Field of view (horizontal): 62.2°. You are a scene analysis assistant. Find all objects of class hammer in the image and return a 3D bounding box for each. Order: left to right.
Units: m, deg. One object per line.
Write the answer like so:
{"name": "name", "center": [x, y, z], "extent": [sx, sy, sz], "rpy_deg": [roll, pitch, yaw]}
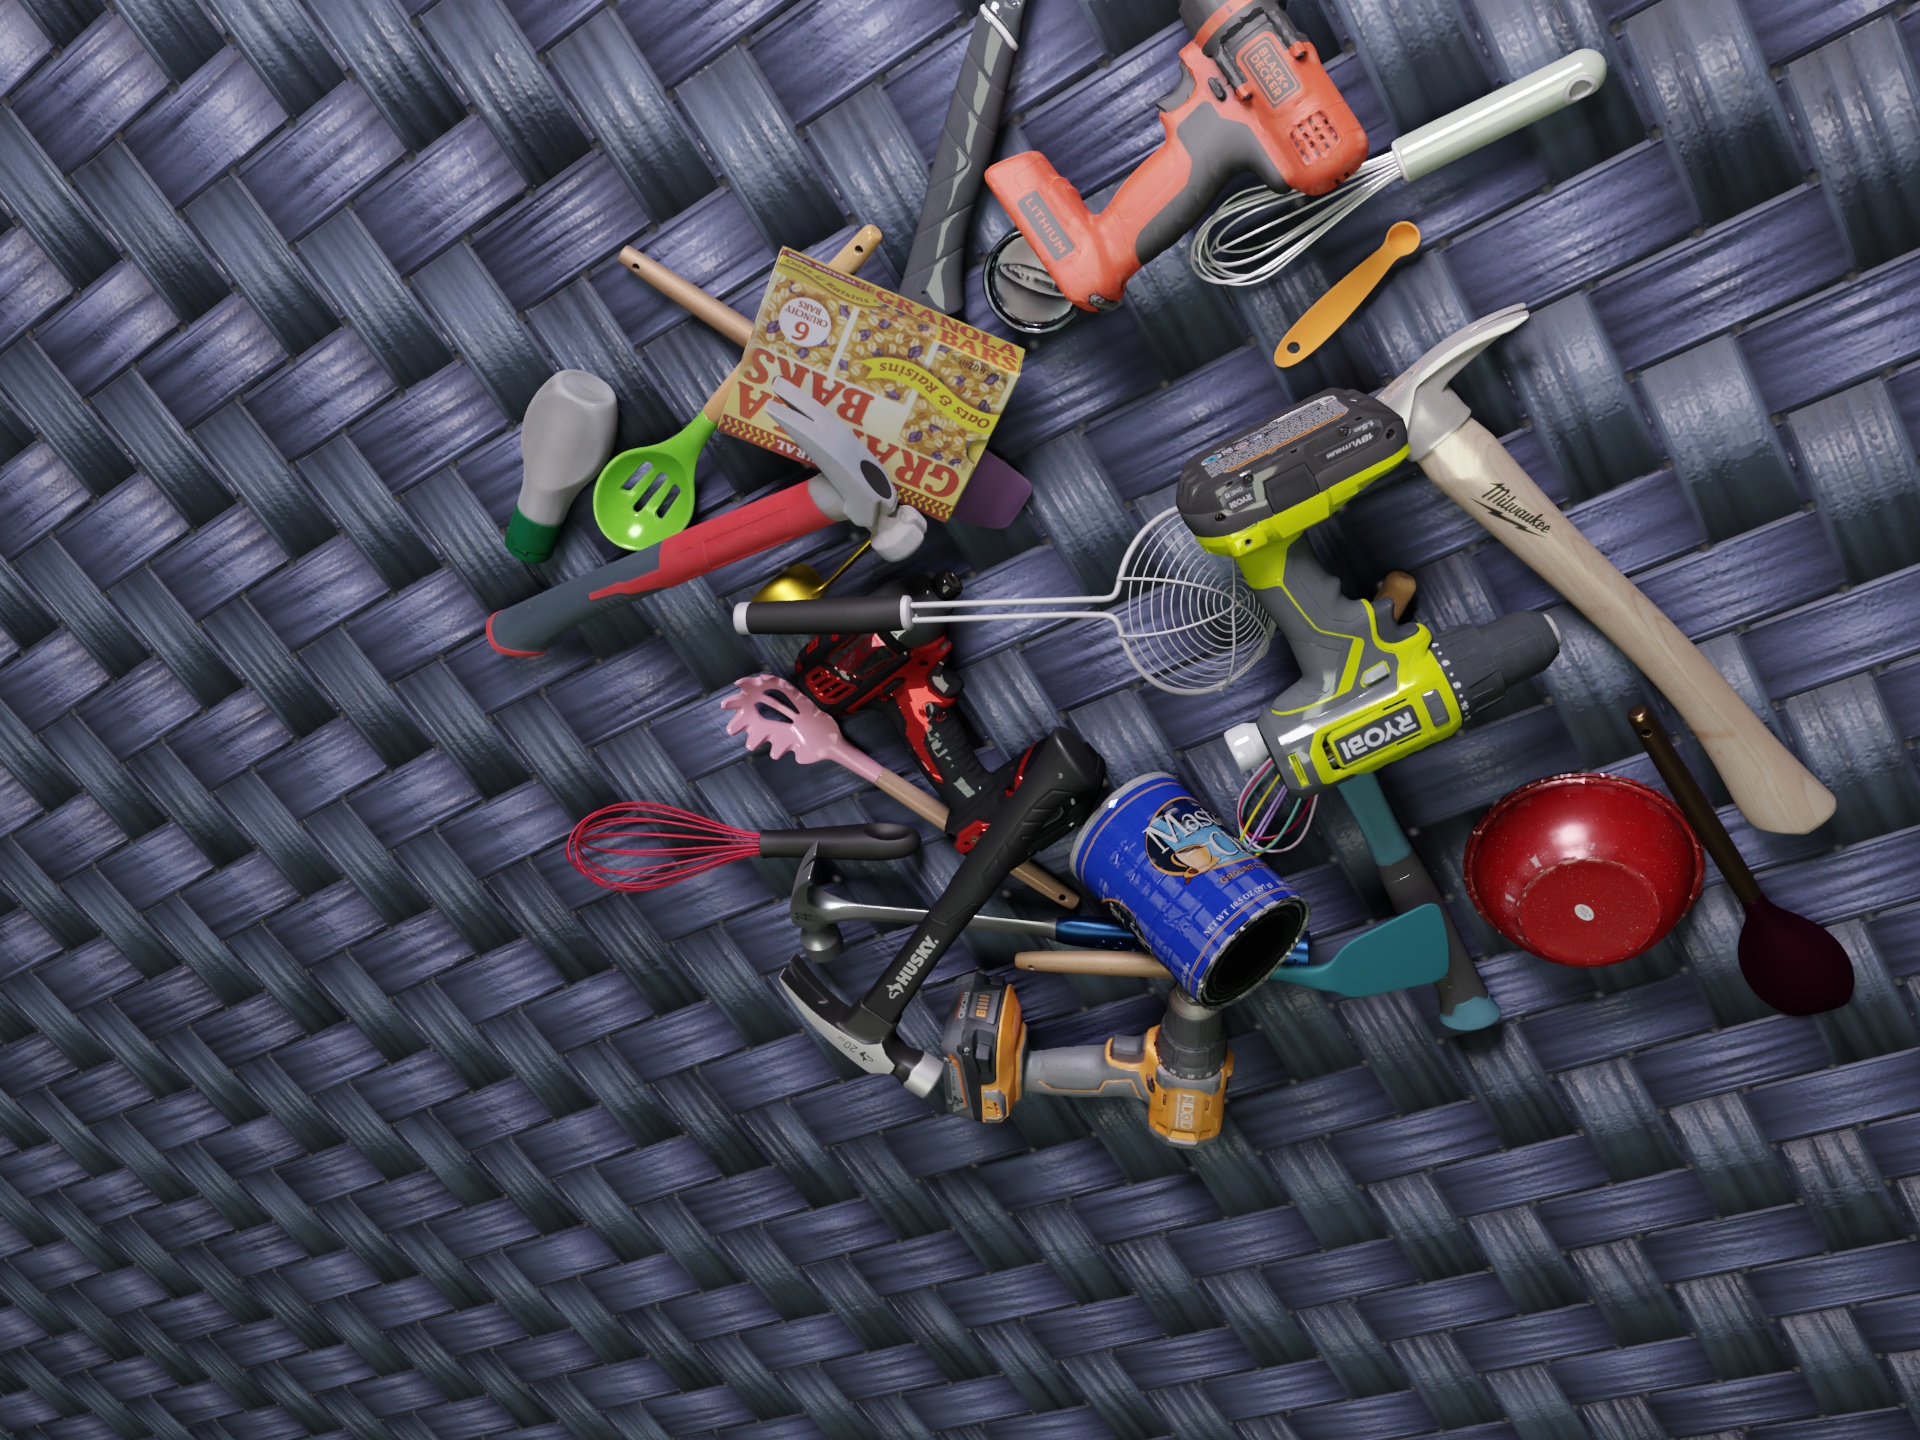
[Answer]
{"name": "hammer", "center": [-0.214, -0.120, 1.111], "extent": [0.386, 0.038, 0.143], "rpy_deg": [-16, 135, 35]}
{"name": "hammer", "center": [-0.007, 0.132, 1.155], "extent": [0.146, 0.035, 0.334], "rpy_deg": [34, 120, -1]}
{"name": "hammer", "center": [0.023, -0.421, 0.914], "extent": [0.149, 0.036, 0.408], "rpy_deg": [21, 124, 4]}
{"name": "hammer", "center": [0.064, 0.159, 1.232], "extent": [0.405, 0.035, 0.144], "rpy_deg": [4, 145, 9]}
{"name": "hammer", "center": [0.310, 0.104, 1.126], "extent": [0.128, 0.033, 0.330], "rpy_deg": [-27, 119, 11]}
{"name": "hammer", "center": [0.423, -0.078, 1.008], "extent": [0.410, 0.038, 0.146], "rpy_deg": [42, 121, -11]}

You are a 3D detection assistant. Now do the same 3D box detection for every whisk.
{"name": "whisk", "center": [-0.176, 0.100, 1.272], "extent": [0.296, 0.073, 0.073], "rpy_deg": [-2, 120, 11]}
{"name": "whisk", "center": [0.252, 0.002, 1.106], "extent": [0.047, 0.051, 0.244], "rpy_deg": [13, 121, -17]}
{"name": "whisk", "center": [0.245, -0.317, 0.911], "extent": [0.246, 0.059, 0.057], "rpy_deg": [-22, 149, 22]}

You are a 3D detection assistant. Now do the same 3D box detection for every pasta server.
{"name": "pasta server", "center": [-0.041, 0.060, 1.220], "extent": [0.316, 0.040, 0.060], "rpy_deg": [33, 107, -7]}

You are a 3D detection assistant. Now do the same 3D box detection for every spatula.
{"name": "spatula", "center": [-0.094, -0.225, 1.075], "extent": [0.316, 0.018, 0.059], "rpy_deg": [33, 126, -6]}
{"name": "spatula", "center": [0.192, 0.174, 1.170], "extent": [0.317, 0.044, 0.082], "rpy_deg": [-2, 133, 23]}

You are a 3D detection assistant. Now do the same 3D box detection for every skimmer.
{"name": "skimmer", "center": [0.030, -0.077, 1.076], "extent": [0.363, 0.090, 0.127], "rpy_deg": [-1, 101, 14]}

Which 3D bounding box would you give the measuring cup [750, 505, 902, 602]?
{"name": "measuring cup", "center": [-0.090, -0.118, 1.123], "extent": [0.156, 0.062, 0.029], "rpy_deg": [-40, 89, 23]}

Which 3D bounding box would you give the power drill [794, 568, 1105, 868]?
{"name": "power drill", "center": [-0.002, -0.004, 1.151], "extent": [0.143, 0.079, 0.219], "rpy_deg": [-36, 103, 29]}

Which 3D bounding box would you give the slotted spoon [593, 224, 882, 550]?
{"name": "slotted spoon", "center": [-0.151, -0.220, 1.069], "extent": [0.070, 0.031, 0.313], "rpy_deg": [41, 126, -14]}

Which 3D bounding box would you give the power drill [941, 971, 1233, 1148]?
{"name": "power drill", "center": [0.102, 0.258, 1.261], "extent": [0.226, 0.084, 0.185], "rpy_deg": [6, 134, 9]}

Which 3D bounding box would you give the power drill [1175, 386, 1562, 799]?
{"name": "power drill", "center": [0.248, -0.081, 0.973], "extent": [0.190, 0.080, 0.228], "rpy_deg": [-26, 112, 8]}

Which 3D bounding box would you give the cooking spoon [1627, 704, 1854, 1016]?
{"name": "cooking spoon", "center": [0.525, 0.103, 1.078], "extent": [0.069, 0.017, 0.318], "rpy_deg": [-25, 119, 32]}

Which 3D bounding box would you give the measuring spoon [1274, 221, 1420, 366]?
{"name": "measuring spoon", "center": [0.234, -0.259, 0.969], "extent": [0.021, 0.011, 0.117], "rpy_deg": [39, 126, -9]}
